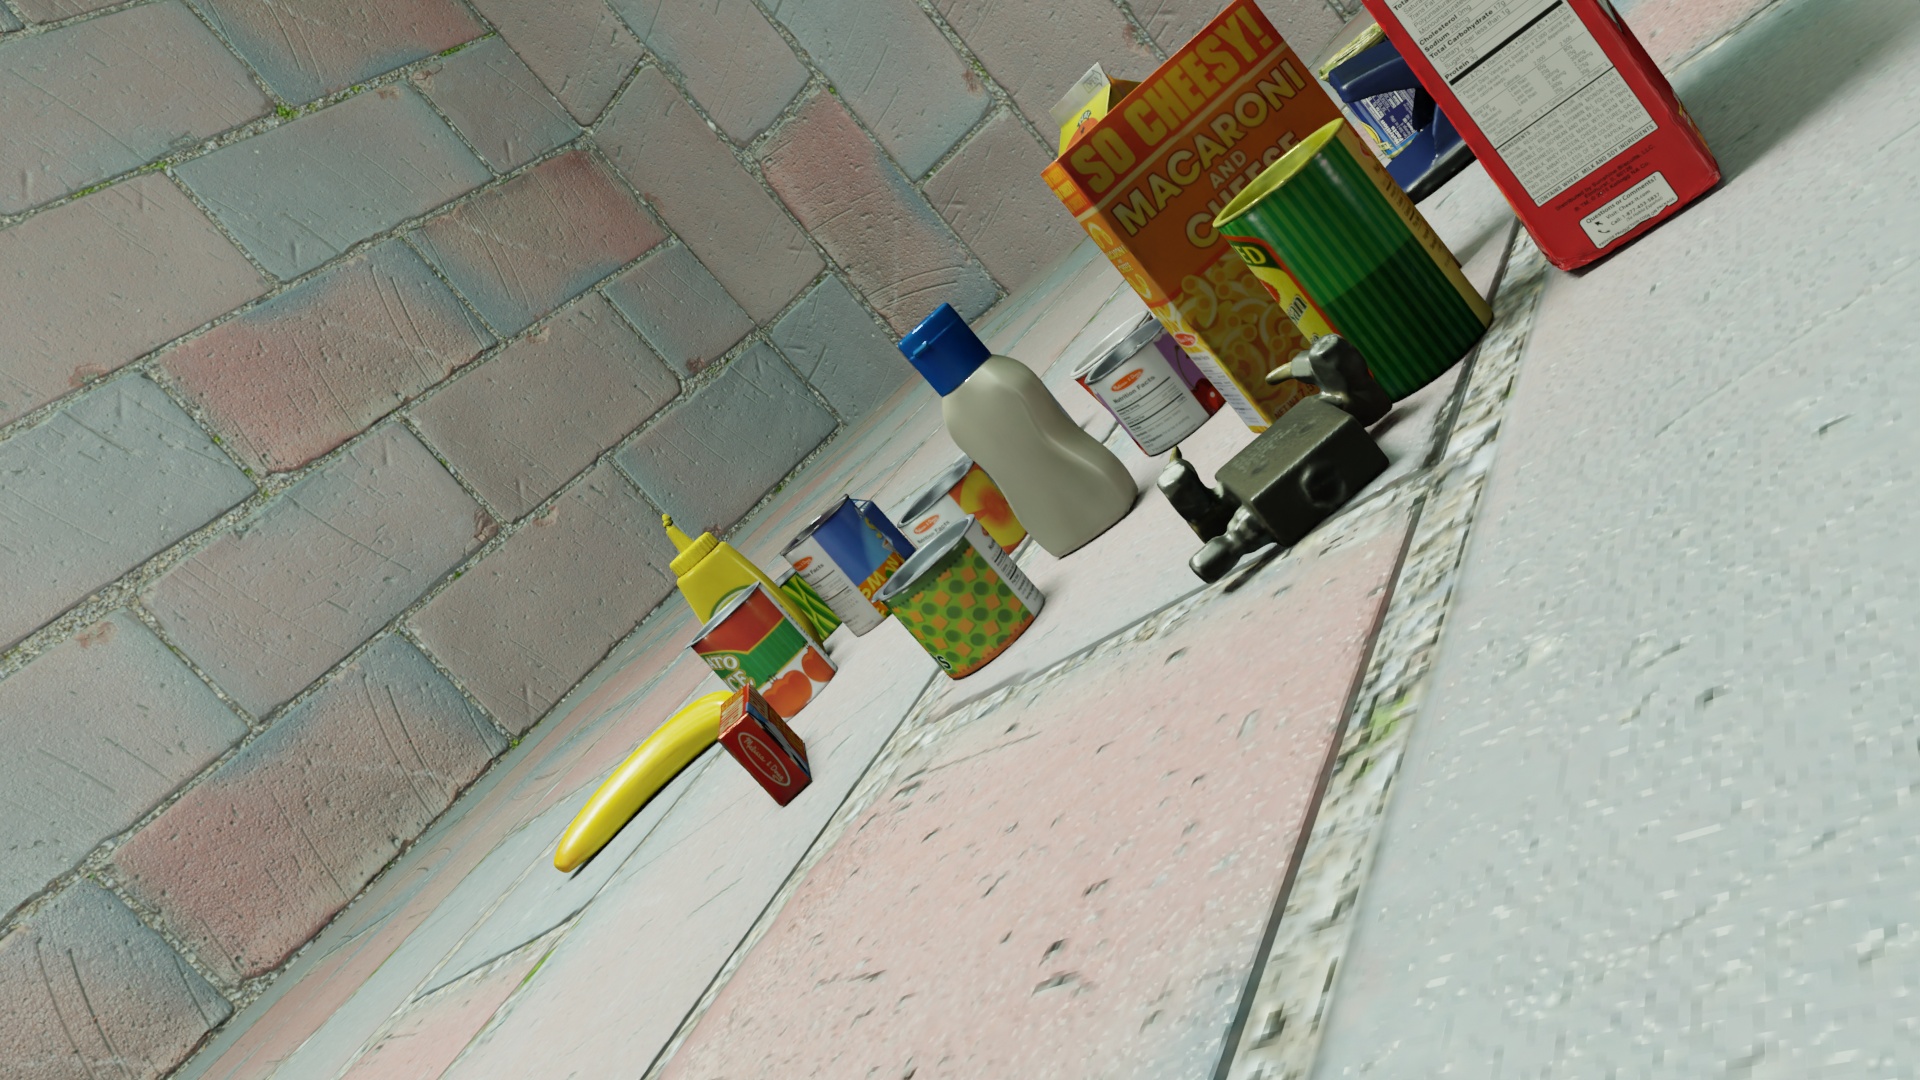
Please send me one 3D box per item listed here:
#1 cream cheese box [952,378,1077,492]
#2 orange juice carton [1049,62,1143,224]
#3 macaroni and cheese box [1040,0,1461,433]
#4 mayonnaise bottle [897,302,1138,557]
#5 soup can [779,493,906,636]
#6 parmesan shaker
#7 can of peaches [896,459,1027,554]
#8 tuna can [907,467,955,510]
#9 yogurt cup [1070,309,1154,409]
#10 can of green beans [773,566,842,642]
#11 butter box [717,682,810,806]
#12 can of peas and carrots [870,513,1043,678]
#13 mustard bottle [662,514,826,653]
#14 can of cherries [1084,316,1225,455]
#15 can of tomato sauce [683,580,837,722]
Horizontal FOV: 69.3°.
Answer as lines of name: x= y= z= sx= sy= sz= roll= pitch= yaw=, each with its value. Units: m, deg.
cream cheese box: x=0.044 y=-0.070 z=1.023 sx=0.024 sy=0.053 sz=0.104 roll=-30 pitch=14 yaw=51
orange juice carton: x=0.131 y=-0.206 z=0.862 sx=0.073 sy=0.192 sz=0.071 roll=-45 pitch=9 yaw=-20
macaroni and cheese box: x=0.138 y=-0.153 z=0.667 sx=0.124 sy=0.166 sz=0.040 roll=-42 pitch=9 yaw=-4
mayonnaise bottle: x=0.028 y=-0.062 z=0.753 sx=0.064 sy=0.148 sz=0.041 roll=-35 pitch=11 yaw=35
soup can: x=-0.079 y=0.017 z=1.024 sx=0.071 sy=0.083 sz=0.071 roll=-40 pitch=9 yaw=8
parmesan shaker: x=0.163 y=-0.113 z=0.577 sx=0.071 sy=0.103 sz=0.071 roll=-40 pitch=9 yaw=8
can of peaches: x=0.003 y=-0.011 z=0.901 sx=0.071 sy=0.058 sz=0.071 roll=-40 pitch=9 yaw=8
tuna can: x=-0.010 y=-0.030 z=1.122 sx=0.071 sy=0.033 sz=0.071 roll=-40 pitch=9 yaw=8
yogurt cup: x=0.115 y=-0.113 z=0.927 sx=0.072 sy=0.054 sz=0.072 roll=-40 pitch=9 yaw=8
can of green beans: x=-0.136 y=0.060 z=1.139 sx=0.071 sy=0.058 sz=0.071 roll=-40 pitch=9 yaw=8
butter box: x=-0.114 y=0.116 z=0.802 sx=0.024 sy=0.053 sz=0.103 roll=-42 pitch=9 yaw=-4
can of peas and carrots: x=-0.001 y=0.031 z=0.720 sx=0.071 sy=0.058 sz=0.071 roll=-40 pitch=9 yaw=8
mustard bottle: x=-0.171 y=0.044 z=1.036 sx=0.065 sy=0.160 sz=0.049 roll=-41 pitch=9 yaw=0
can of cherries: x=0.117 y=-0.093 z=0.813 sx=0.071 sy=0.058 sz=0.071 roll=-40 pitch=9 yaw=8
can of tomato sauce: x=-0.139 y=0.082 z=0.970 sx=0.071 sy=0.083 sz=0.071 roll=-40 pitch=9 yaw=8
